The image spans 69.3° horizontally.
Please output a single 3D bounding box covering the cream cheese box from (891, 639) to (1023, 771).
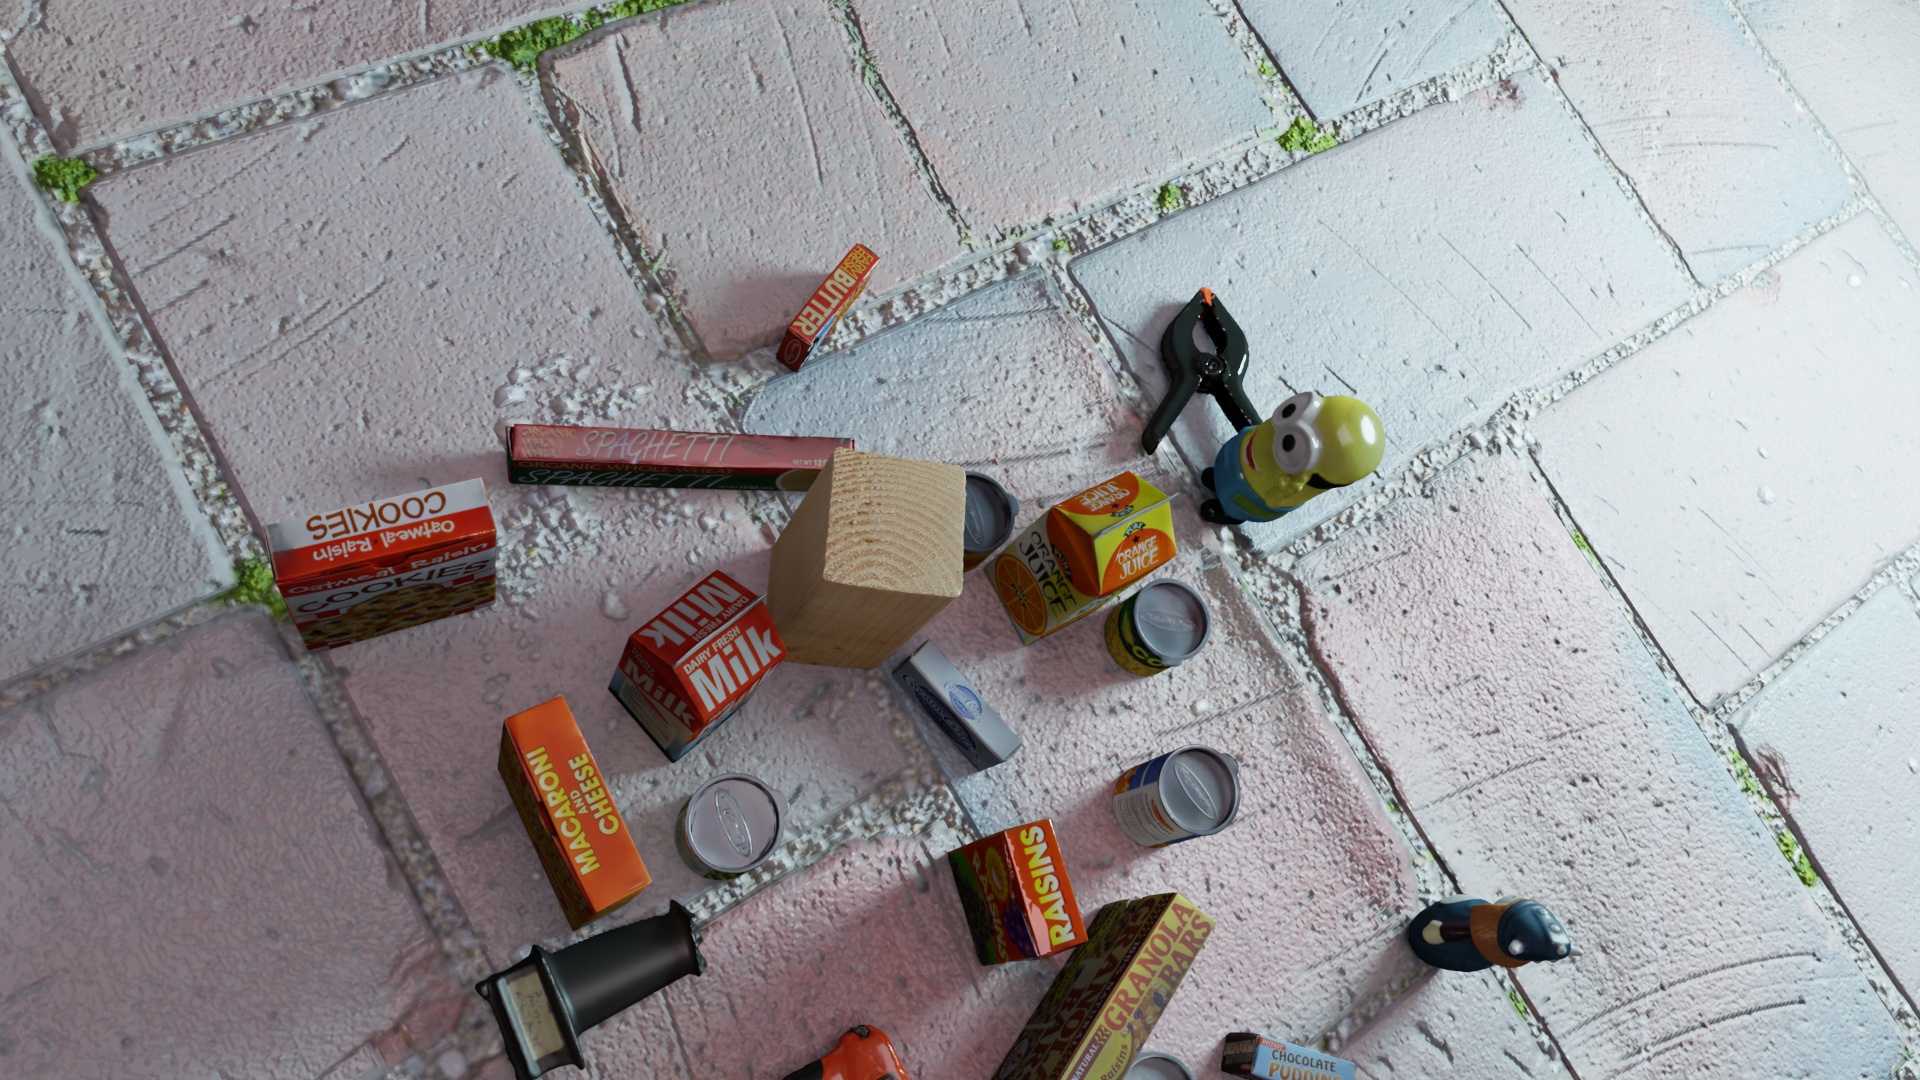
[{"bbox_3d":[-0.004,0.123,1.025,0.024,0.053,0.104,-41,88,-26],"label":"cream cheese box"}]

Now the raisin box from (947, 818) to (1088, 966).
[{"bbox_3d":[0.036,0.243,0.957,0.040,0.123,0.086,-11,76,-22],"label":"raisin box"}]

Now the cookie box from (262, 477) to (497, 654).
[{"bbox_3d":[-0.359,0.019,0.876,0.123,0.166,0.040,-16,78,-23],"label":"cookie box"}]

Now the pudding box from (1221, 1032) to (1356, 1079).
[{"bbox_3d":[0.240,0.386,1.017,0.084,0.049,0.030,21,66,-11],"label":"pudding box"}]

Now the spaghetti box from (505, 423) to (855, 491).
[{"bbox_3d":[-0.204,-0.059,1.022,0.250,0.050,0.029,1,71,-19],"label":"spaghetti box"}]

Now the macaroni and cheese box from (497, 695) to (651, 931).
[{"bbox_3d":[-0.244,0.174,0.861,0.040,0.166,0.124,-24,81,-25],"label":"macaroni and cheese box"}]

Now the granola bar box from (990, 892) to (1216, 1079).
[{"bbox_3d":[0.093,0.320,0.948,0.039,0.123,0.166,40,64,-2],"label":"granola bar box"}]

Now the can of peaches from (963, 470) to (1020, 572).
[{"bbox_3d":[0.004,-0.013,1.074,0.071,0.058,0.071,6,70,-17],"label":"can of peaches"}]

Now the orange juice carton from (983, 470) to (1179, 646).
[{"bbox_3d":[0.092,0.010,1.021,0.072,0.192,0.073,-24,81,-25],"label":"orange juice carton"}]

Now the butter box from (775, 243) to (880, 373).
[{"bbox_3d":[-0.105,-0.185,1.100,0.024,0.053,0.104,36,64,-4],"label":"butter box"}]

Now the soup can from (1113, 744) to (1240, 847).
[{"bbox_3d":[0.162,0.191,1.041,0.071,0.083,0.071,6,70,-17],"label":"soup can"}]

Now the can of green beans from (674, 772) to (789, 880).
[{"bbox_3d":[-0.158,0.195,0.943,0.071,0.057,0.071,6,70,-17],"label":"can of green beans"}]

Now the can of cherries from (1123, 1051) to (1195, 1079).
[{"bbox_3d":[0.123,0.392,0.970,0.071,0.058,0.071,6,70,-17],"label":"can of cherries"}]

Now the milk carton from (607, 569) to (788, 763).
[{"bbox_3d":[-0.171,0.081,0.906,0.072,0.189,0.073,-40,88,-26],"label":"milk carton"}]

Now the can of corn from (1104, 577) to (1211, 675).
[{"bbox_3d":[0.155,0.072,1.095,0.071,0.058,0.071,6,70,-17],"label":"can of corn"}]
